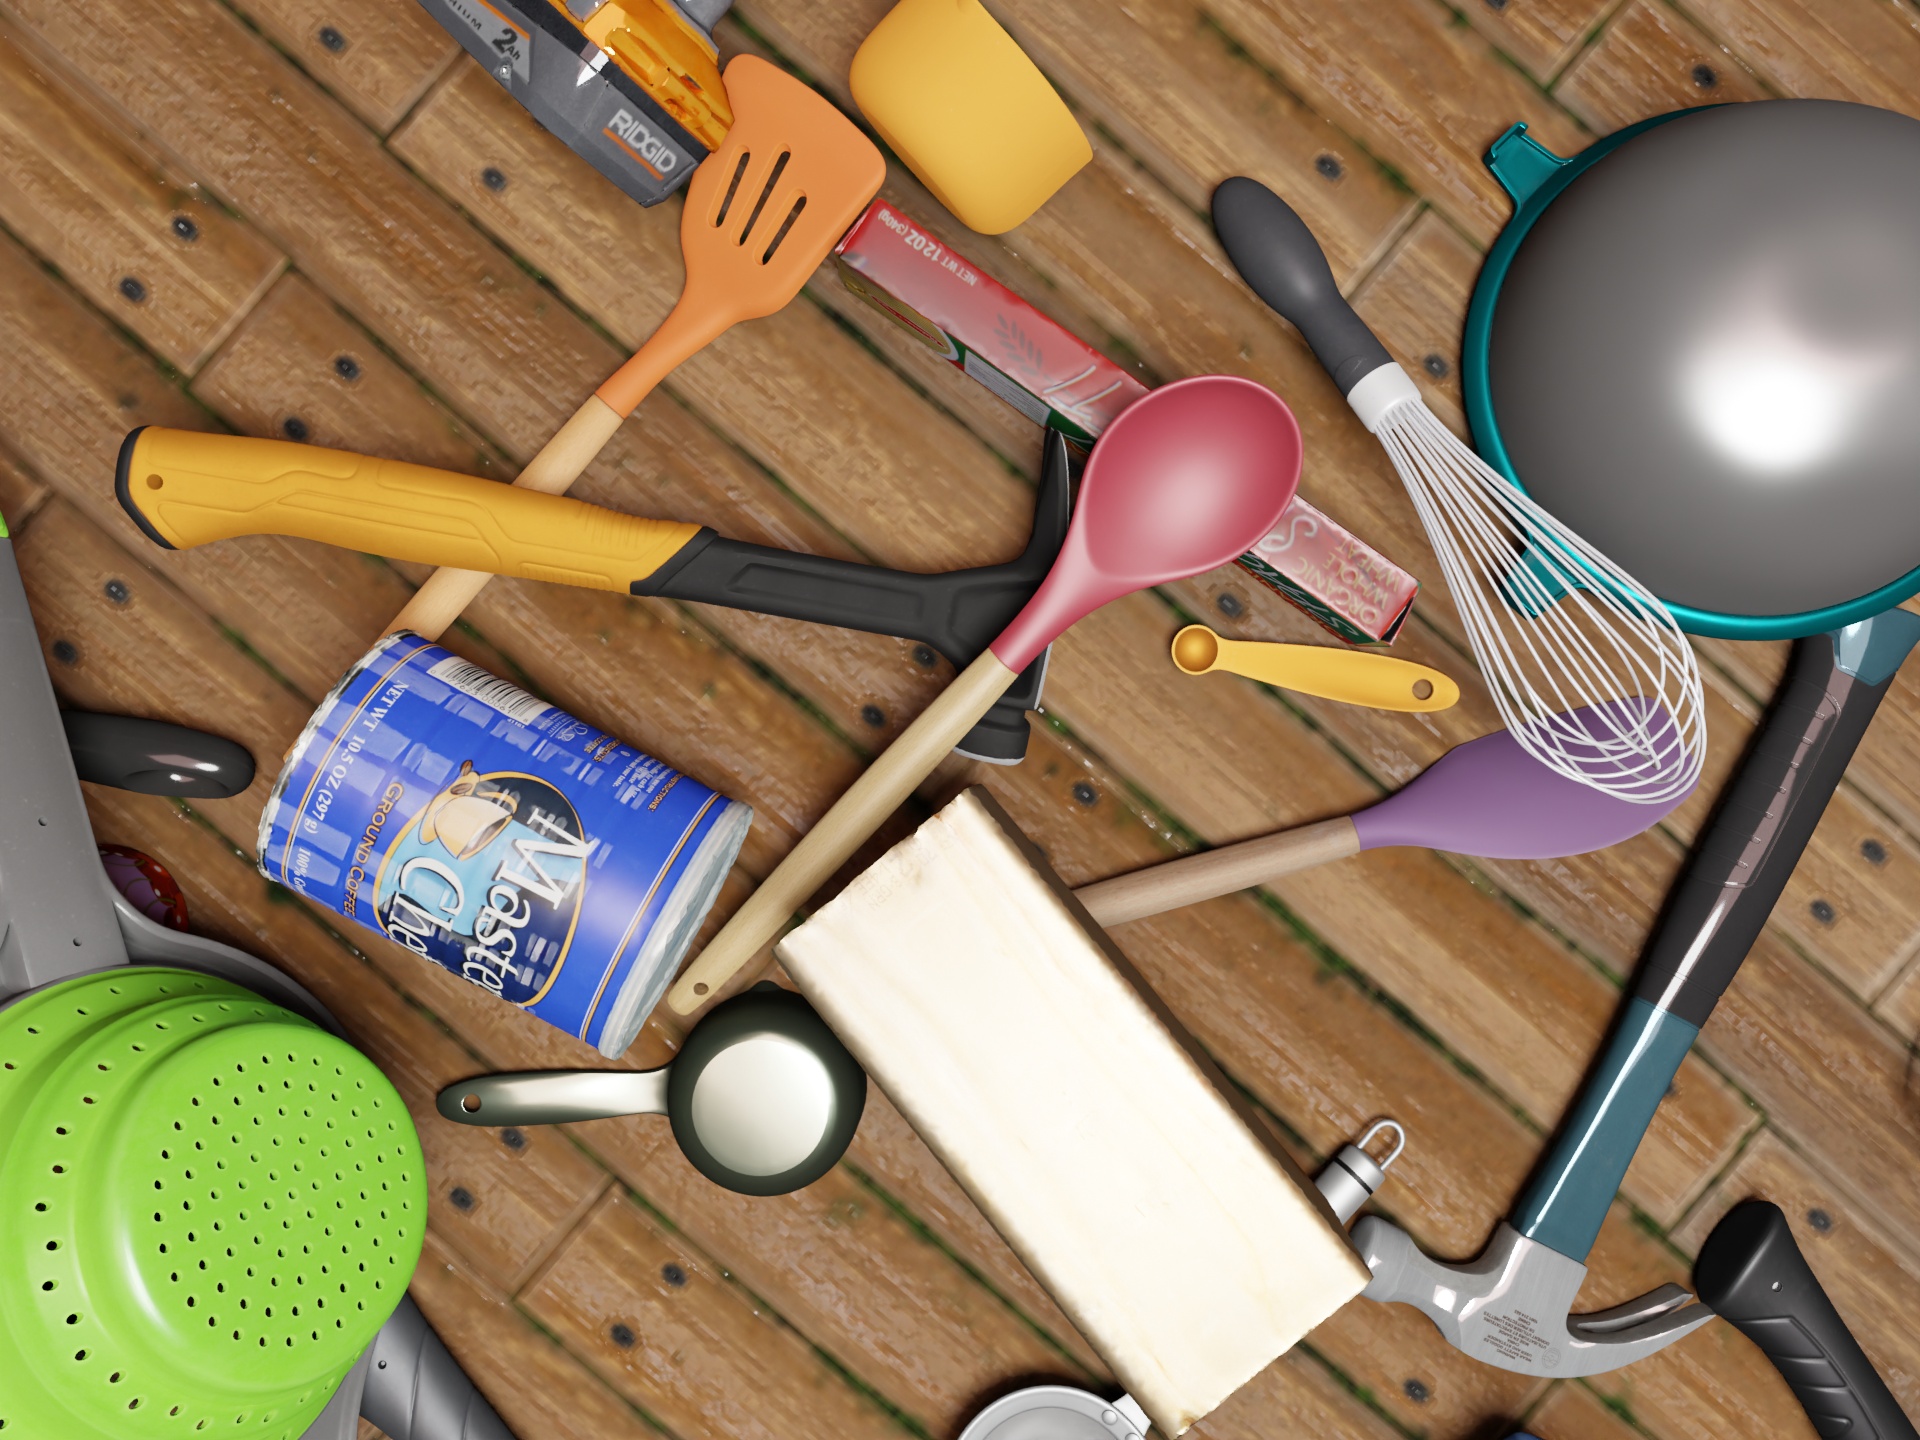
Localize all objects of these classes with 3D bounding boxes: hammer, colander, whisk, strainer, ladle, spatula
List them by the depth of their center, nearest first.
[{"bbox_3d":[-0.268,0.082,0.517,0.094,0.204,0.397,-21,85,30],"label":"colander"},{"bbox_3d":[0.360,-0.139,0.561,0.340,0.095,0.211,0,84,7],"label":"strainer"},{"bbox_3d":[0.172,-0.093,0.575,0.070,0.070,0.285,-30,73,0],"label":"whisk"},{"bbox_3d":[-0.001,-0.002,0.577,0.069,0.031,0.315,41,101,-17],"label":"ladle"},{"bbox_3d":[-0.128,-0.070,0.579,0.337,0.034,0.127,9,104,-7],"label":"hammer"},{"bbox_3d":[-0.416,-0.004,0.595,0.295,0.073,0.073,9,90,-6],"label":"whisk"},{"bbox_3d":[-0.098,0.380,0.596,0.149,0.036,0.409,-39,85,-13],"label":"hammer"},{"bbox_3d":[-0.154,-0.104,0.604,0.081,0.041,0.322,41,91,15],"label":"spatula"},{"bbox_3d":[0.082,0.250,0.612,0.258,0.050,0.087,-45,80,-6],"label":"strainer"},{"bbox_3d":[0.278,0.100,0.616,0.128,0.033,0.331,28,90,0],"label":"hammer"},{"bbox_3d":[0.128,0.053,0.616,0.316,0.018,0.060,-15,57,1],"label":"spatula"},{"bbox_3d":[0.396,0.333,0.619,0.146,0.035,0.335,-33,91,0],"label":"hammer"}]

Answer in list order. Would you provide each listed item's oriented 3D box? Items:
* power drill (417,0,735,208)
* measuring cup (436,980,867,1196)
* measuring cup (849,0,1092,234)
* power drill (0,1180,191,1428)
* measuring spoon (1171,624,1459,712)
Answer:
[{"bbox_3d":[-0.090,-0.315,0.559,0.226,0.084,0.164,-47,67,9],"label":"power drill"},{"bbox_3d":[-0.119,0.146,0.607,0.167,0.038,0.083,-2,91,-3],"label":"measuring cup"},{"bbox_3d":[-0.026,-0.251,0.595,0.052,0.095,0.174,-45,72,8],"label":"measuring cup"},{"bbox_3d":[-0.392,0.147,0.560,0.223,0.080,0.171,40,121,-2],"label":"power drill"},{"bbox_3d":[0.139,-0.020,0.626,0.117,0.011,0.021,10,94,-4],"label":"measuring spoon"}]
